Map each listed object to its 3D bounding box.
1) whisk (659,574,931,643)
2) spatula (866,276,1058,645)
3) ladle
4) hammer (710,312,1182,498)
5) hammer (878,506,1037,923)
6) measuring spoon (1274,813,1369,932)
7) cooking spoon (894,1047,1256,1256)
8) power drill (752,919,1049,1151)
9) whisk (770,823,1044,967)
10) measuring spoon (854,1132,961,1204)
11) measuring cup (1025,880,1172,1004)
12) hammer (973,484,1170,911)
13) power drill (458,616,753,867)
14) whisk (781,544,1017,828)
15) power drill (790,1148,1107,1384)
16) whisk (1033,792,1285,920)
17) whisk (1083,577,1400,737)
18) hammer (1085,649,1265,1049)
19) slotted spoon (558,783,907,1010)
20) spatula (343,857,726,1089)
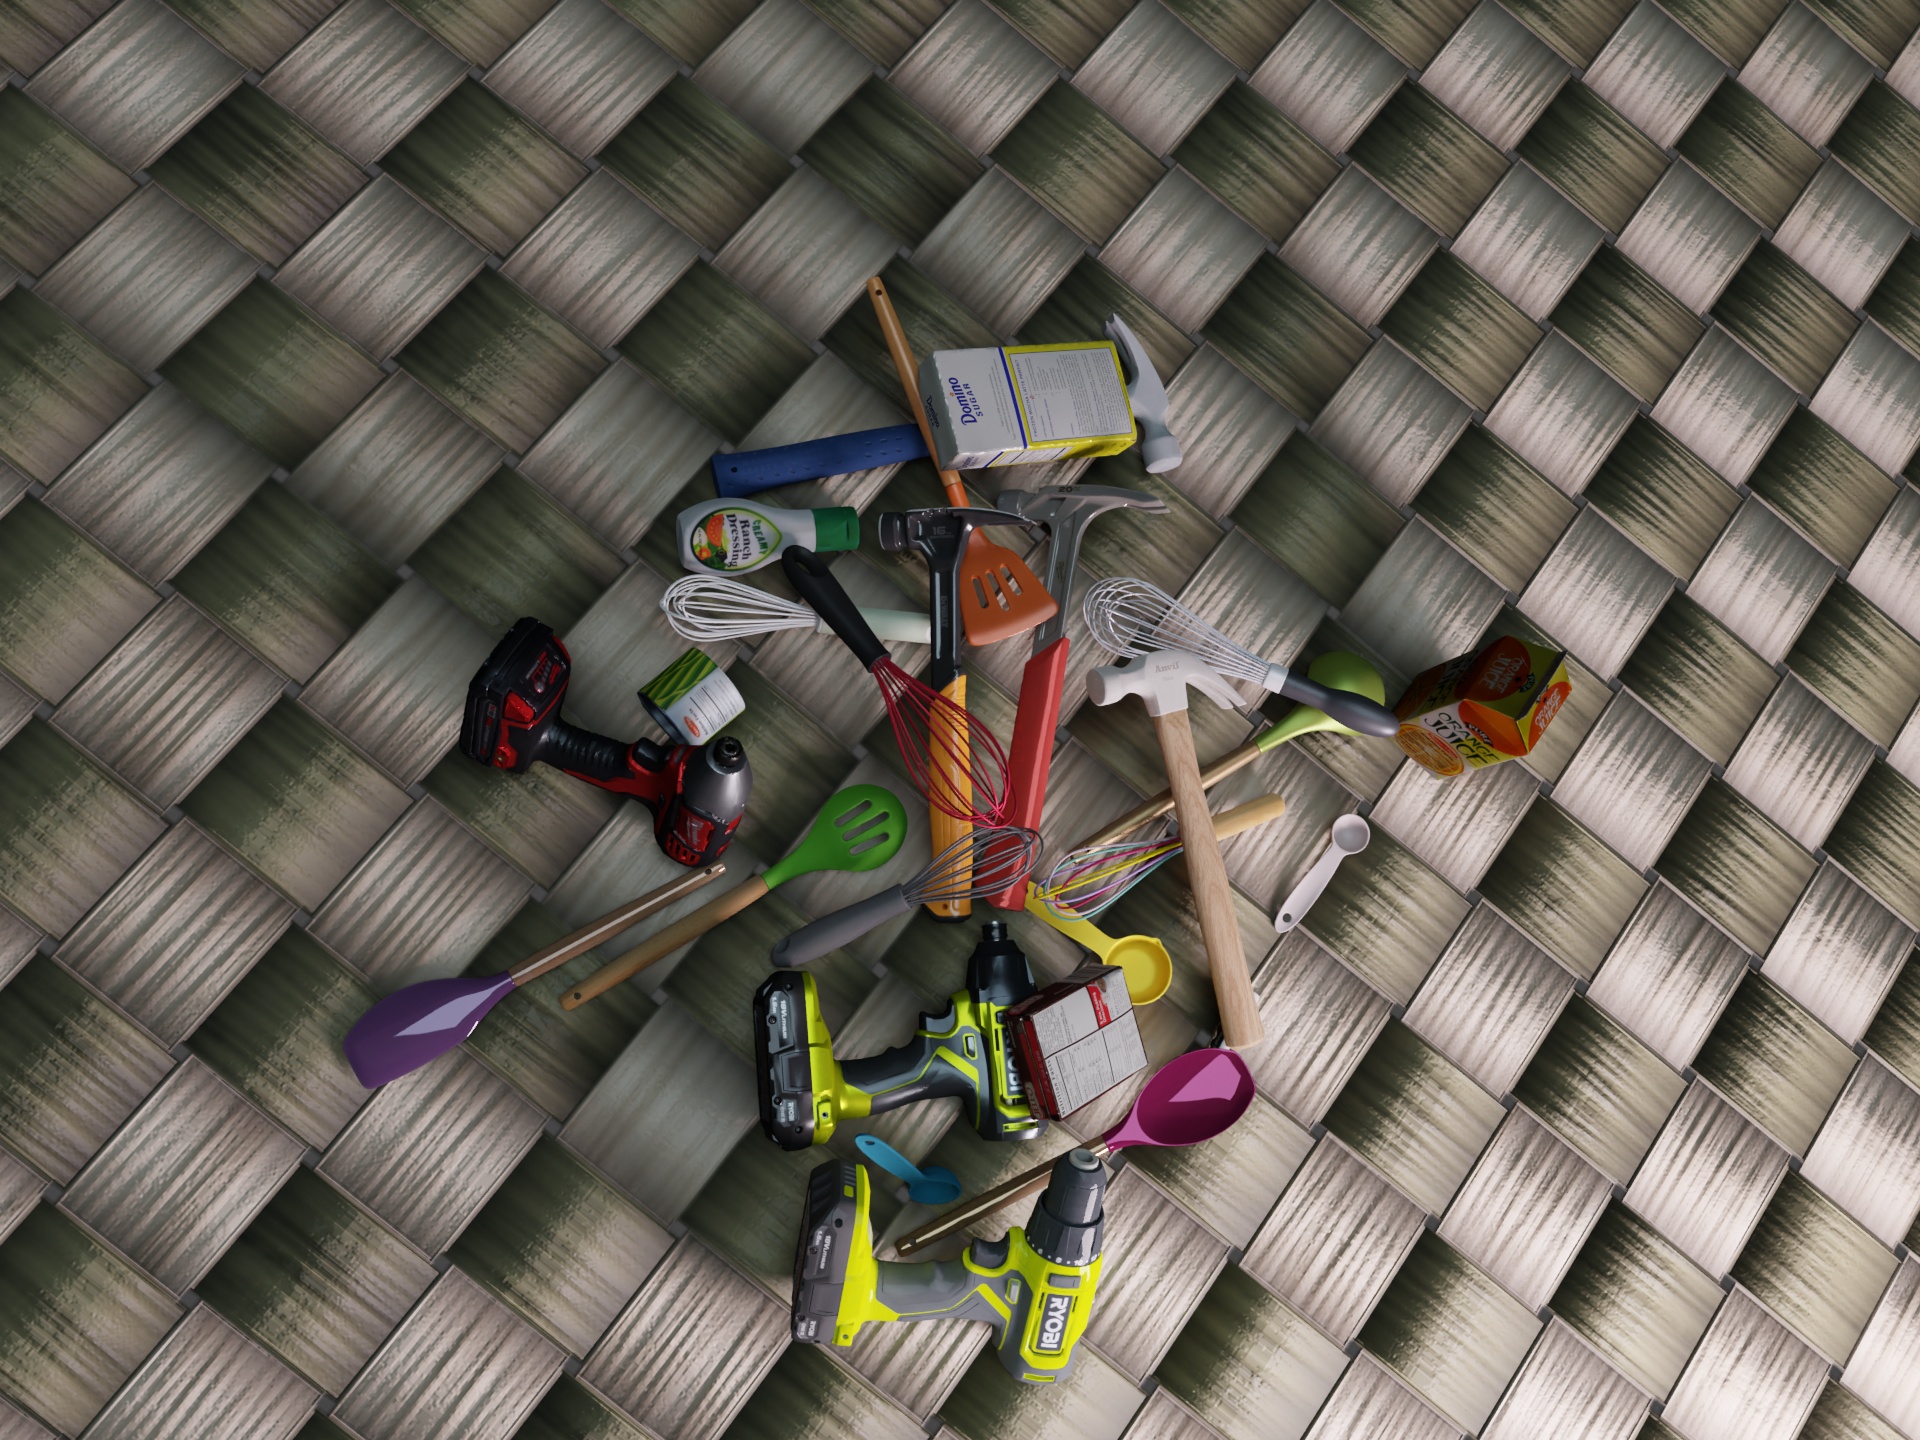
[{"bbox_3d":[-0.124,-0.086,1.316,0.246,0.059,0.057,5,115,-14],"label":"whisk"},{"bbox_3d":[-0.014,-0.221,1.325,0.081,0.041,0.322,-22,90,-4],"label":"spatula"},{"bbox_3d":[0.229,0.038,1.367,0.320,0.062,0.078,-30,85,-8],"label":"ladle"},{"bbox_3d":[-0.014,-0.251,1.371,0.405,0.035,0.144,-13,83,-13],"label":"hammer"},{"bbox_3d":[-0.002,-0.004,1.288,0.127,0.034,0.337,0,91,18],"label":"hammer"},{"bbox_3d":[0.308,0.133,1.375,0.034,0.018,0.124,39,82,-2],"label":"measuring spoon"},{"bbox_3d":[0.093,0.351,1.276,0.319,0.017,0.069,-24,76,-10],"label":"cooking spoon"},{"bbox_3d":[-0.046,0.250,1.252,0.223,0.080,0.171,-3,81,-15],"label":"power drill"},{"bbox_3d":[-0.044,0.142,1.254,0.239,0.055,0.055,-26,85,8],"label":"whisk"},{"bbox_3d":[-0.043,0.339,1.227,0.042,0.128,0.021,-23,43,22],"label":"measuring spoon"},{"bbox_3d":[0.105,0.180,1.323,0.156,0.029,0.062,34,79,9],"label":"measuring cup"},{"bbox_3d":[0.075,-0.020,1.319,0.149,0.036,0.359,6,81,26],"label":"hammer"},{"bbox_3d":[-0.263,0.020,1.216,0.219,0.143,0.079,28,51,-3],"label":"power drill"},{"bbox_3d":[-0.053,-0.031,1.257,0.073,0.073,0.296,-34,72,-15],"label":"whisk"},{"bbox_3d":[-0.005,0.400,1.197,0.228,0.080,0.190,8,109,-7],"label":"power drill"},{"bbox_3d":[0.170,0.109,1.327,0.245,0.047,0.051,-19,59,-21],"label":"whisk"},{"bbox_3d":[0.236,-0.050,1.341,0.284,0.070,0.070,23,76,9],"label":"whisk"},{"bbox_3d":[0.199,0.104,1.303,0.130,0.031,0.331,-14,91,-26],"label":"hammer"},{"bbox_3d":[-0.178,0.144,1.270,0.314,0.031,0.070,-30,90,-13],"label":"slotted spoon"},{"bbox_3d":[-0.326,0.186,1.237,0.316,0.018,0.060,-28,85,-14],"label":"spatula"}]
